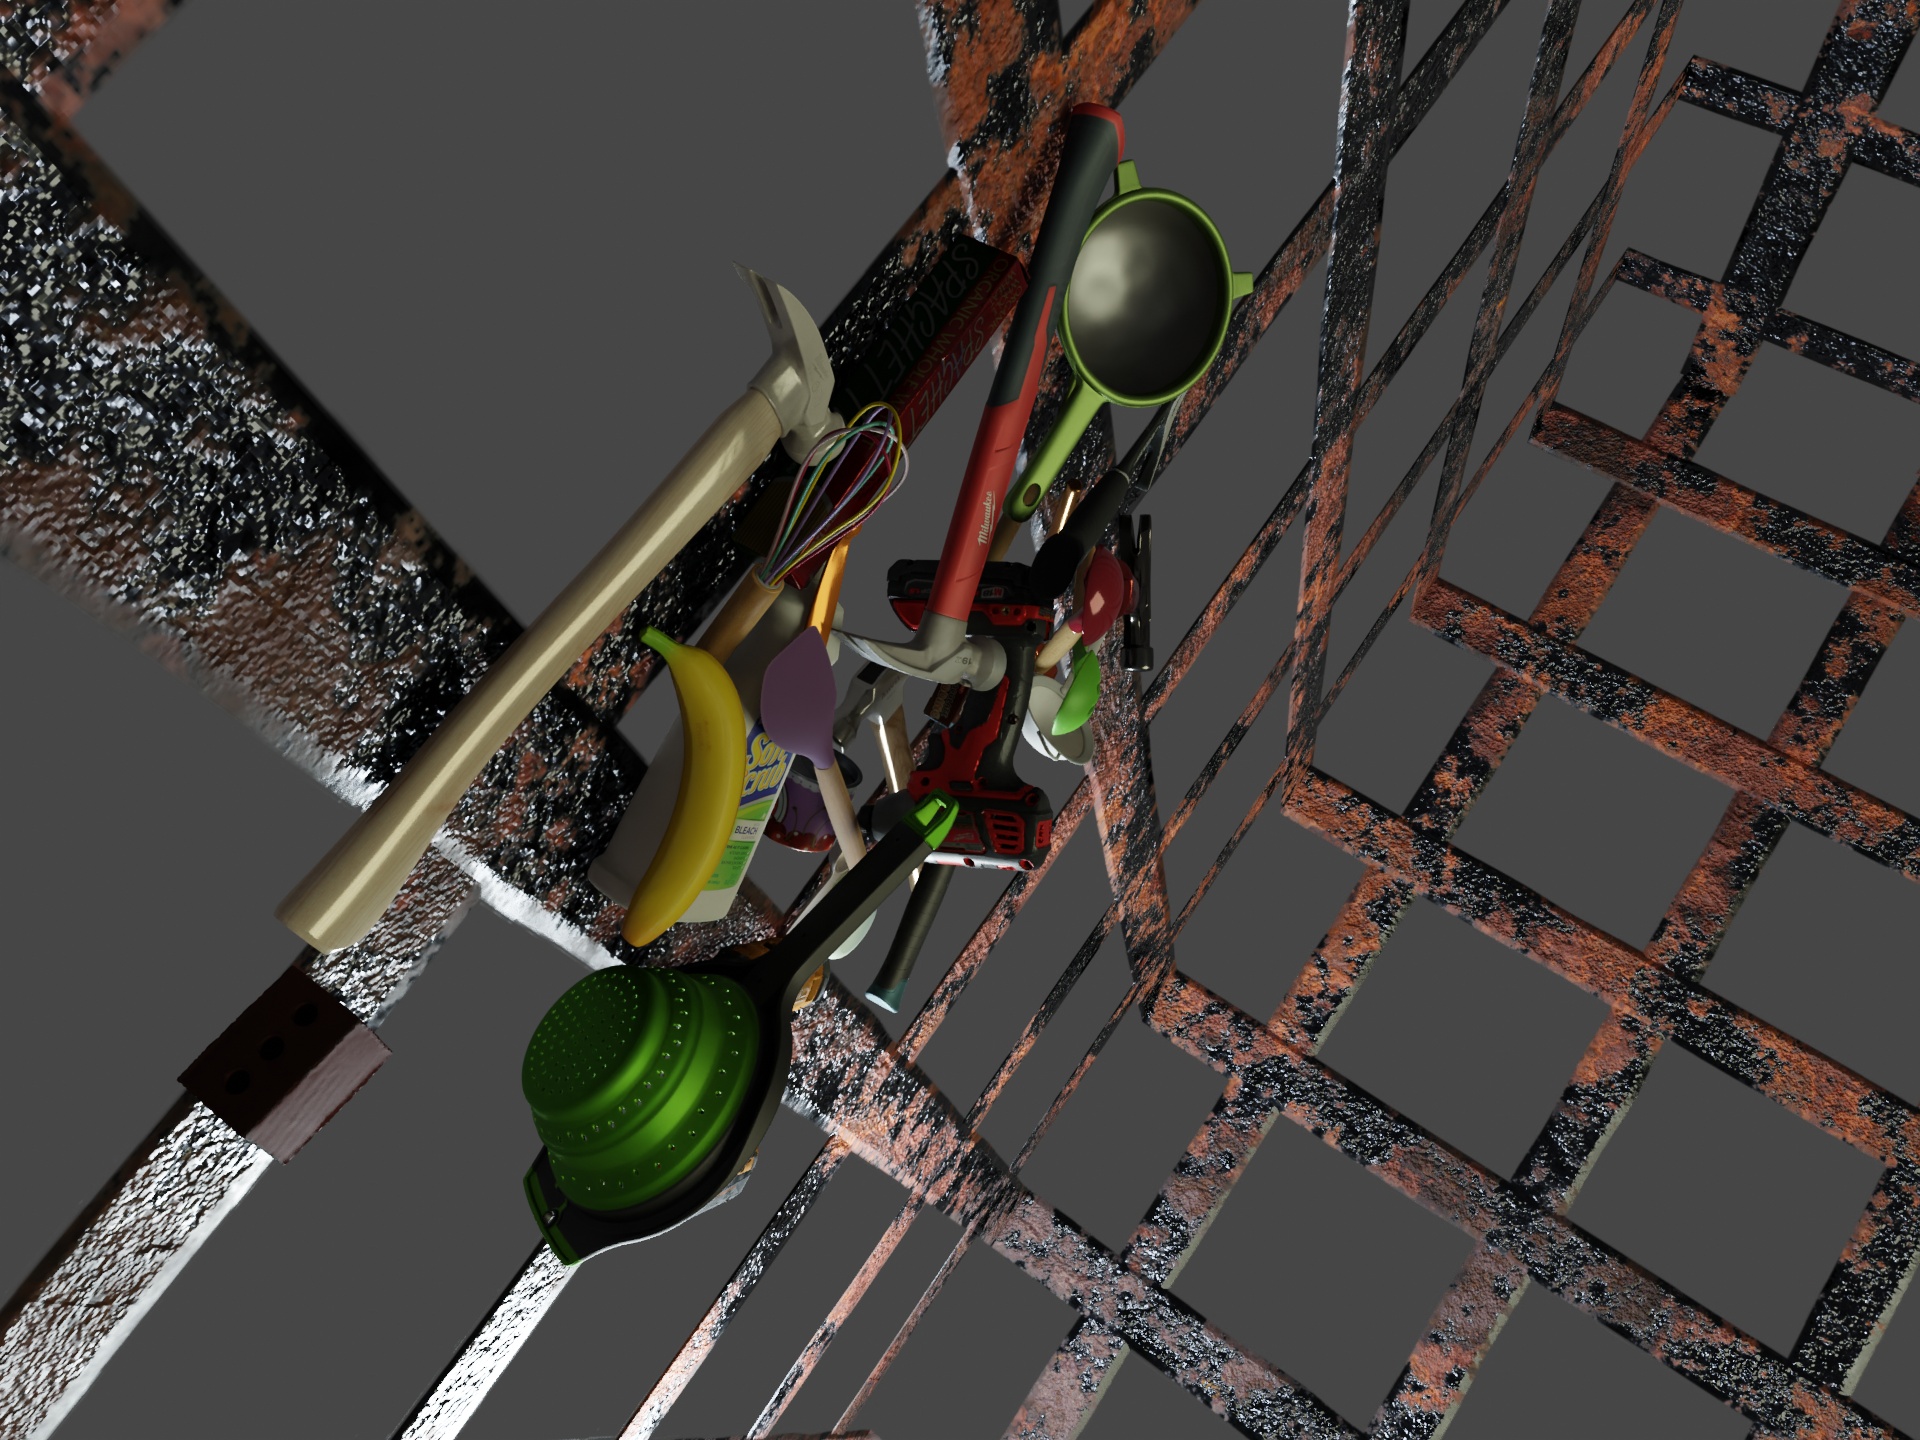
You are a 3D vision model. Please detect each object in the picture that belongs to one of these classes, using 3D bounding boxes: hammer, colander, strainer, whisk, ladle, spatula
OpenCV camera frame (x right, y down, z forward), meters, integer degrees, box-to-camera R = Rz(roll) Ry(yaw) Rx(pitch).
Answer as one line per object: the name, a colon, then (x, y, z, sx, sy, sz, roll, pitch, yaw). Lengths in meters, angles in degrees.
hammer: (0.122, -0.188, 1.238, 0.149, 0.036, 0.409, -67, 173, 34)
colander: (-0.162, 0.172, 1.060, 0.397, 0.205, 0.094, -45, 126, -8)
strainer: (0.091, -0.259, 1.145, 0.151, 0.069, 0.256, 30, 91, -34)
hammer: (0.138, -0.117, 1.338, 0.359, 0.037, 0.149, -5, 94, -80)
hammer: (-0.205, -0.056, 0.827, 0.411, 0.038, 0.146, -52, 157, -16)
whisk: (-0.099, -0.091, 0.903, 0.051, 0.047, 0.245, -34, 172, -48)
hammer: (-0.007, 0.098, 1.370, 0.331, 0.033, 0.128, -67, 159, 3)
ladle: (0.082, -0.066, 1.185, 0.315, 0.031, 0.069, 125, -22, -80)
spatula: (-0.089, 0.042, 1.074, 0.060, 0.018, 0.315, -45, 153, -20)
ladle: (0.066, -0.181, 1.253, 0.320, 0.062, 0.078, -61, 167, 13)
hammer: (-0.046, 0.054, 1.327, 0.130, 0.031, 0.331, -51, 154, -24)
strainer: (0.099, -0.035, 1.393, 0.050, 0.086, 0.259, -31, -161, 37)
hammer: (0.024, -0.214, 1.035, 0.143, 0.038, 0.386, 12, 97, -50)
spatula: (0.074, -0.102, 1.362, 0.081, 0.041, 0.322, -48, 167, -26)

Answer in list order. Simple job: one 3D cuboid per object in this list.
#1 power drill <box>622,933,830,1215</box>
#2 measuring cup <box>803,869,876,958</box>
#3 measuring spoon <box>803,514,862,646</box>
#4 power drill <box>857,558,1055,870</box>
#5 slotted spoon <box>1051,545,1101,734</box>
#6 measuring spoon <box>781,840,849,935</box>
power drill: (-0.200, 0.278, 1.251, 0.185, 0.084, 0.226, 1, 114, -65)
measuring cup: (-0.077, 0.151, 1.408, 0.167, 0.038, 0.083, -36, 150, -44)
measuring spoon: (-0.081, -0.075, 0.987, 0.021, 0.011, 0.117, 6, 105, -47)
power drill: (-0.002, -0.004, 1.155, 0.078, 0.143, 0.219, 1, 92, -73)
slotted spoon: (0.102, -0.080, 1.328, 0.314, 0.031, 0.070, -79, -172, -59)
measuring spoon: (-0.125, 0.146, 1.332, 0.124, 0.018, 0.034, -53, 156, 5)
